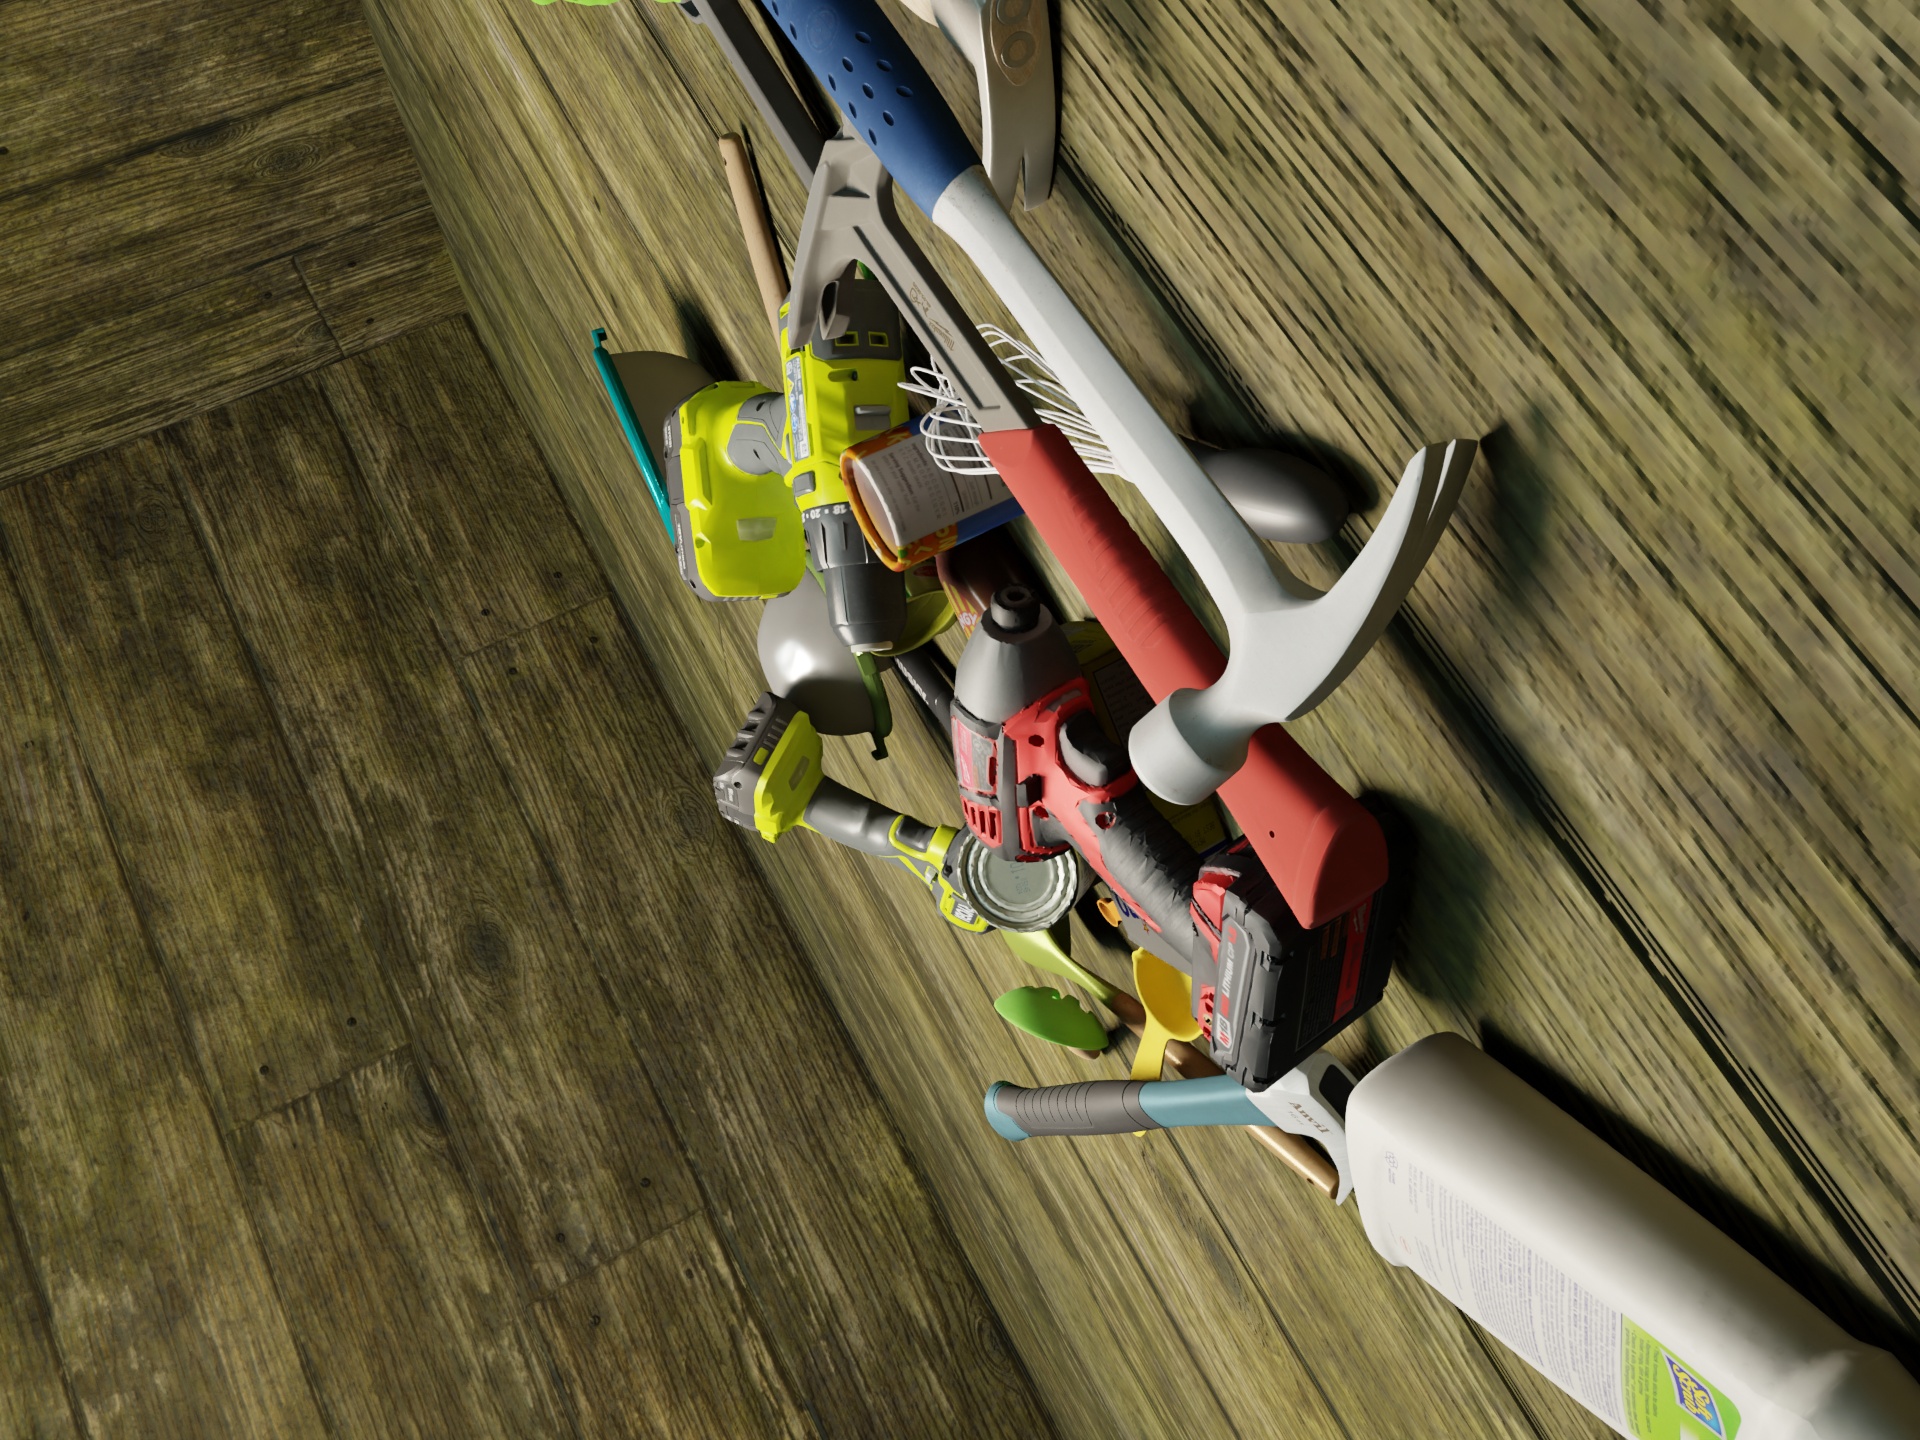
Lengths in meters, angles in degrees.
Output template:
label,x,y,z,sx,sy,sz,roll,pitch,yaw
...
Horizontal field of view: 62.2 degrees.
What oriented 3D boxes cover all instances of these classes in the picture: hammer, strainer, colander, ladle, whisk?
label,x,y,z,sx,sy,sz,roll,pitch,yaw
hammer,0.009,-0.175,0.537,0.144,0.035,0.406,-46,69,37
strainer,-0.207,-0.199,1.302,0.341,0.095,0.210,-125,14,-53
hammer,-0.002,-0.003,1.066,0.335,0.035,0.146,52,162,40
colander,-0.176,-0.386,0.845,0.397,0.094,0.204,59,178,3
hammer,-0.076,-0.370,0.696,0.411,0.038,0.146,54,164,37
strainer,-0.134,-0.087,1.193,0.257,0.069,0.151,60,167,24
hammer,0.037,-0.076,0.603,0.359,0.036,0.149,58,152,20
ladle,0.121,0.175,0.948,0.320,0.062,0.078,36,156,49
whisk,0.055,-0.112,0.637,0.285,0.070,0.070,34,147,56
hammer,0.099,0.206,0.855,0.128,0.033,0.331,42,152,-10

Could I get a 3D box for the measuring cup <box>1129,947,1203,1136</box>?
label,x,y,z,sx,sy,sz,roll,pitch,yaw
measuring cup,0.118,0.180,0.894,0.062,0.029,0.156,45,143,37

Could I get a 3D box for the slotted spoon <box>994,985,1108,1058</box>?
label,x,y,z,sx,sy,sz,roll,pitch,yaw
slotted spoon,0.073,0.204,1.039,0.070,0.031,0.313,21,169,14

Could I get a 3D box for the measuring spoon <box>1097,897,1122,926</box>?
label,x,y,z,sx,sy,sz,roll,pitch,yaw
measuring spoon,0.105,0.106,0.930,0.021,0.011,0.117,55,162,2

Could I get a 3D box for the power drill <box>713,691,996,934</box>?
label,x,y,z,sx,sy,sz,roll,pitch,yaw
power drill,-0.058,0.070,1.132,0.223,0.080,0.171,26,161,4

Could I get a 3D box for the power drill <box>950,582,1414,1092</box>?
label,x,y,z,sx,sy,sz,roll,pitch,yaw
power drill,0.077,0.039,0.673,0.220,0.078,0.143,39,146,38

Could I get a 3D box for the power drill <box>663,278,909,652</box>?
label,x,y,z,sx,sy,sz,roll,pitch,yaw
power drill,-0.094,-0.130,0.909,0.228,0.080,0.190,-3,93,62

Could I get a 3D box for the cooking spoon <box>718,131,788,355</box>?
label,x,y,z,sx,sy,sz,roll,pitch,yaw
cooking spoon,-0.112,-0.242,1.079,0.069,0.017,0.318,48,159,46
